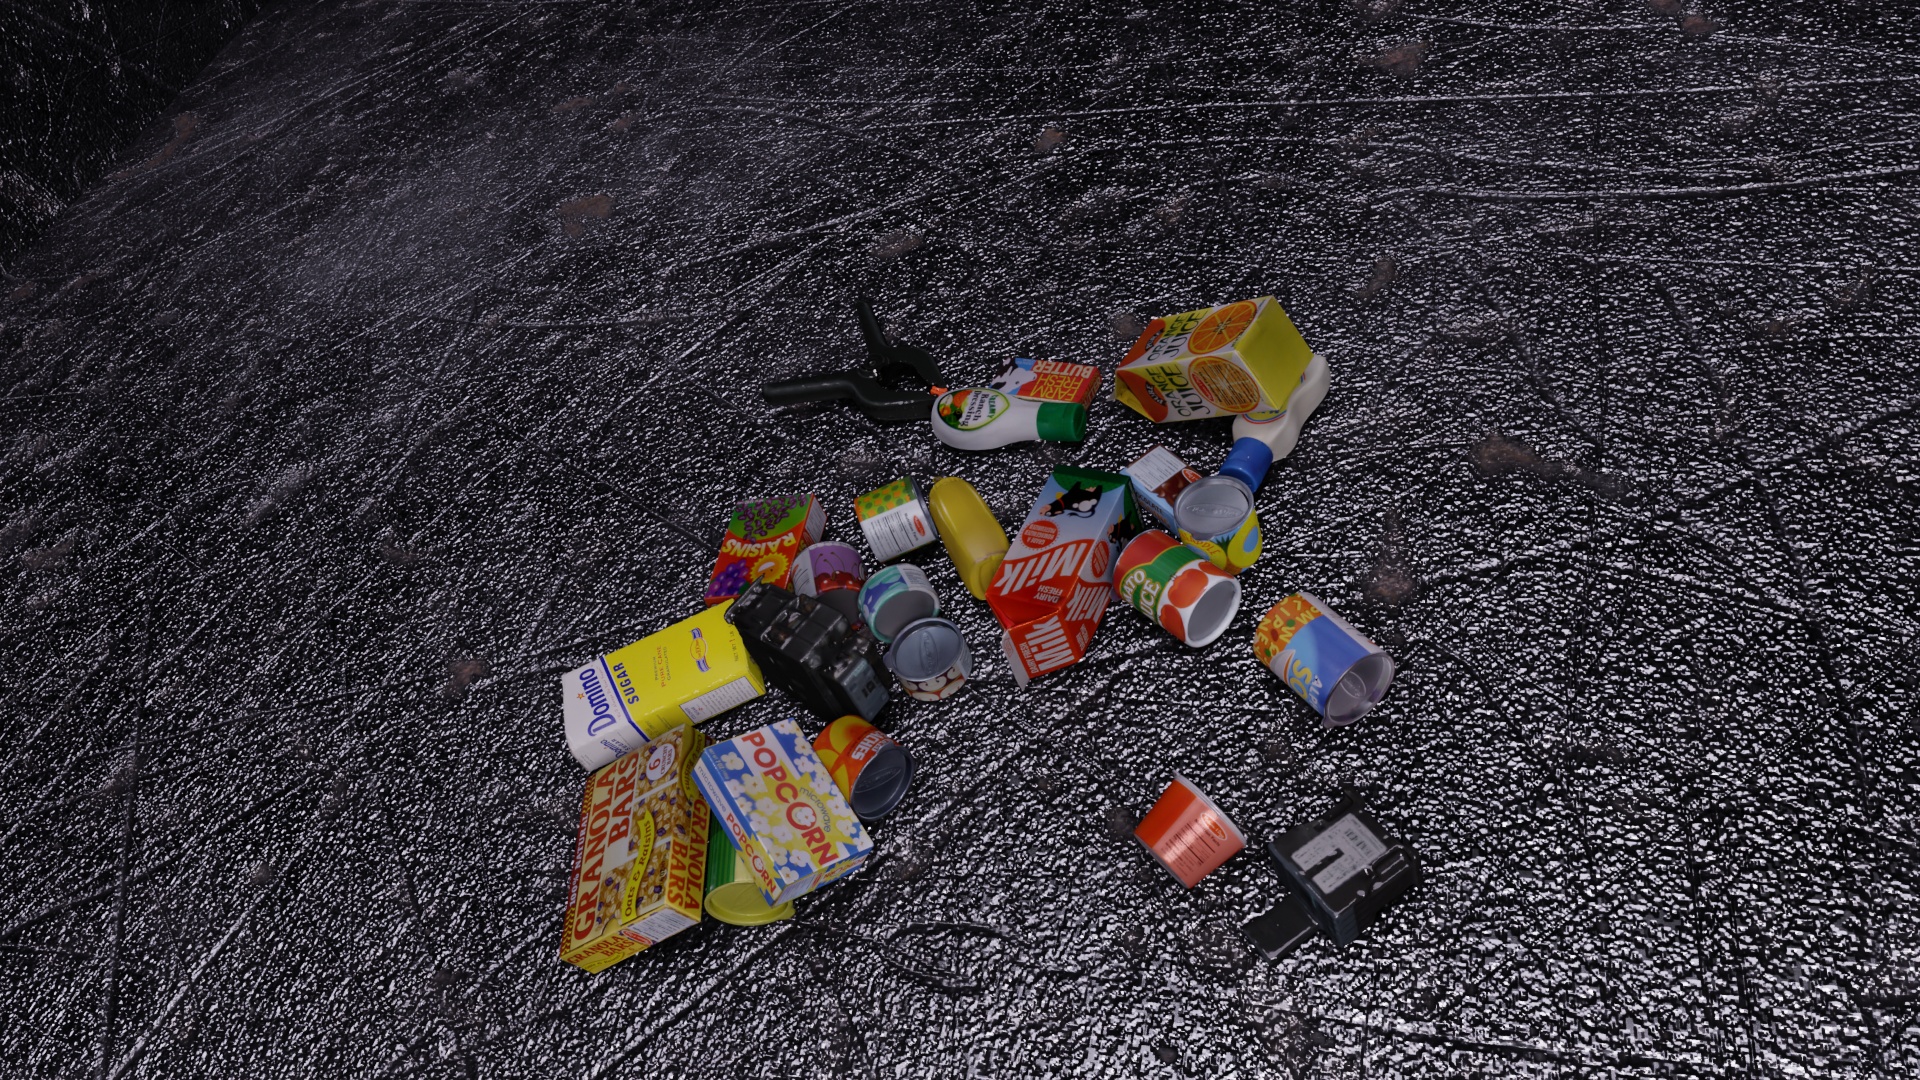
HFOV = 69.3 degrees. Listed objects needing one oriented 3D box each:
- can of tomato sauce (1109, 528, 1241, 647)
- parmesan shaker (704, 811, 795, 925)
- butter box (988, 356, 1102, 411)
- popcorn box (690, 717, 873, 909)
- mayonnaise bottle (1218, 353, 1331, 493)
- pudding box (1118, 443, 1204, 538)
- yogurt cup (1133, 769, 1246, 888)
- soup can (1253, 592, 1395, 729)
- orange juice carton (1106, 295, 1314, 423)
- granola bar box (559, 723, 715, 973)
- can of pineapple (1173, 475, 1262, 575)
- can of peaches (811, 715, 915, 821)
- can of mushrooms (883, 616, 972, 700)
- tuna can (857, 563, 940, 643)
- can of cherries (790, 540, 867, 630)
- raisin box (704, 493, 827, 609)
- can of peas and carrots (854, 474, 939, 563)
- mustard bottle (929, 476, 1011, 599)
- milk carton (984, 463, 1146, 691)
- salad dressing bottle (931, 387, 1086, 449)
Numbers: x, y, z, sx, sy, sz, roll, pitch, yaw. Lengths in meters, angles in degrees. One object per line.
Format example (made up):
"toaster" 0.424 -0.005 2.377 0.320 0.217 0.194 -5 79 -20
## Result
"can of tomato sauce" 0.173 0.040 1.123 0.071 0.071 0.083 -41 48 -15
"parmesan shaker" -0.161 0.240 1.088 0.071 0.071 0.103 -15 45 10
"butter box" 0.082 -0.150 1.362 0.103 0.024 0.053 11 56 31
"popcorn box" -0.136 0.204 1.056 0.085 0.038 0.127 -15 59 -42
"mayonnaise bottle" 0.274 -0.105 1.228 0.065 0.041 0.149 10 54 37
"pudding box" 0.183 -0.044 1.220 0.050 0.030 0.084 -35 46 -11
"yogurt cup" 0.160 0.208 0.981 0.054 0.072 0.072 -44 47 -6
"soup can" 0.268 0.089 1.040 0.071 0.071 0.084 -35 45 -10
"orange juice carton" 0.213 -0.158 1.257 0.192 0.073 0.072 -1 46 54
"granola bar box" -0.257 0.244 1.113 0.124 0.039 0.166 -31 41 26
"can of pineapple" 0.214 -0.010 1.157 0.071 0.057 0.071 -12 47 13
"can of peaches" -0.079 0.178 1.103 0.058 0.071 0.071 28 65 40
"can of mushrooms" -0.027 0.101 1.176 0.071 0.033 0.071 -11 47 13
"tuna can" -0.055 0.057 1.205 0.071 0.070 0.033 -29 46 -4
"can of cherries" -0.112 0.044 1.242 0.071 0.071 0.058 -22 45 3
"raisin box" -0.183 0.016 1.315 0.086 0.040 0.124 -5 47 18
"can of peas and carrots" -0.059 -0.020 1.277 0.059 0.070 0.071 -23 45 3
"mustard bottle" 0.004 -0.016 1.247 0.049 0.065 0.161 -17 41 -9
"milk carton" 0.082 0.031 1.165 0.073 0.072 0.191 11 55 30
"salad dressing bottle" 0.046 -0.116 1.333 0.147 0.043 0.064 4 56 26
